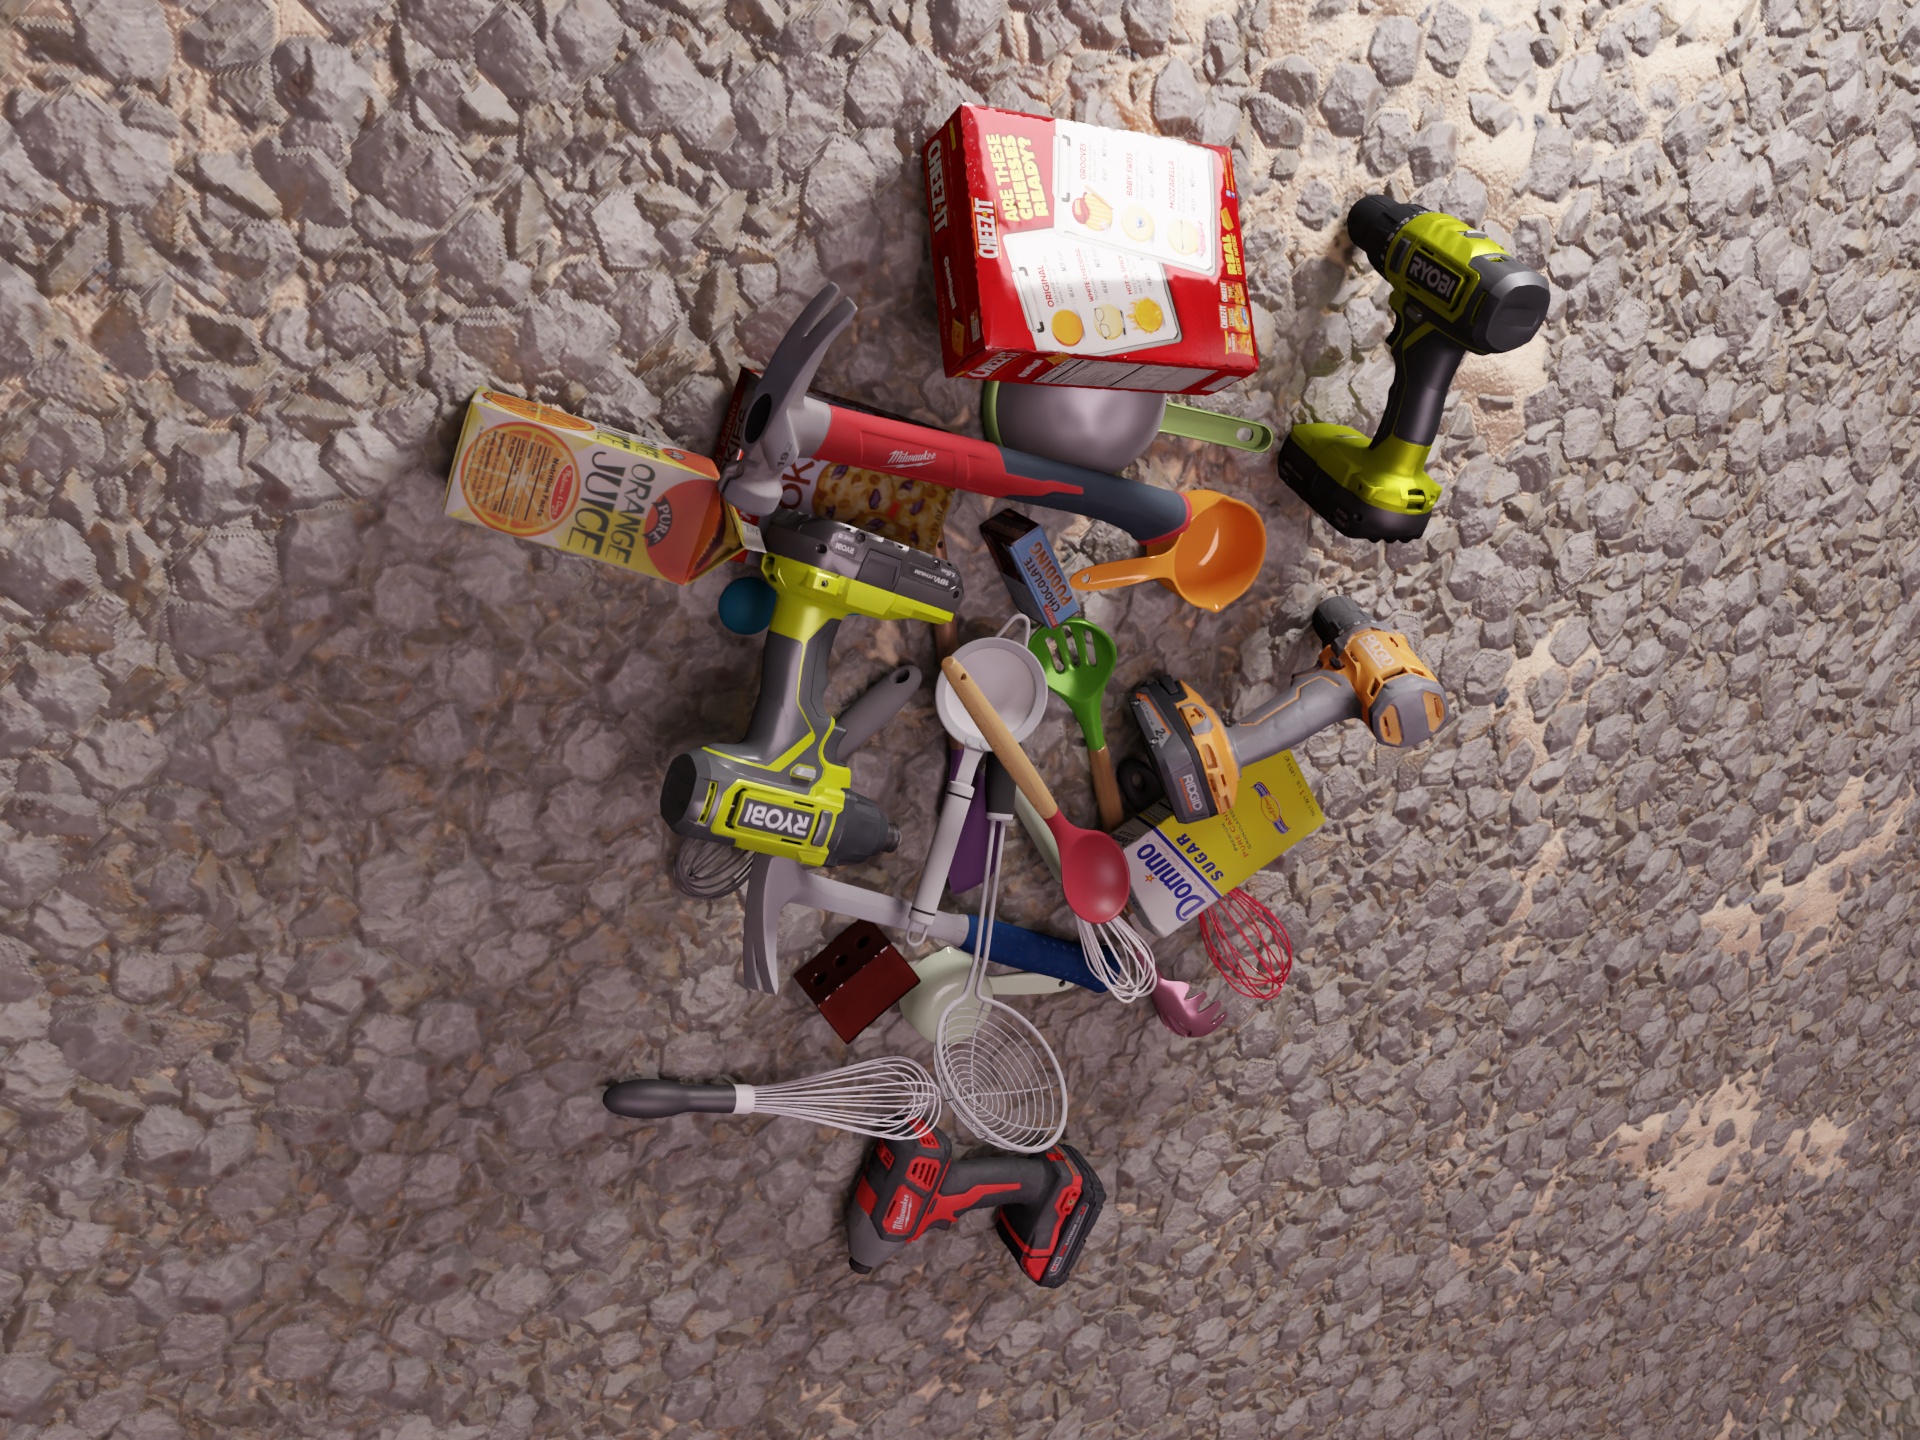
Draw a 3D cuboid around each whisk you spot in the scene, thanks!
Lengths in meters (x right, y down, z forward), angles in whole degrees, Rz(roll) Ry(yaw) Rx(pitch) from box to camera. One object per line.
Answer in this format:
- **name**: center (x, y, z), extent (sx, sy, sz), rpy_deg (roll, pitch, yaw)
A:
- **whisk**: center (-0.144, 0.303, 1.268), extent (0.284, 0.070, 0.070), rpy_deg (6, 109, -26)
- **whisk**: center (0.214, 0.140, 1.388), extent (0.073, 0.073, 0.295), rpy_deg (-40, 118, -7)
- **whisk**: center (0.091, 0.130, 1.294), extent (0.058, 0.059, 0.246), rpy_deg (-47, 114, -43)
- **whisk**: center (-0.116, 0.043, 1.169), extent (0.239, 0.055, 0.055), rpy_deg (-44, 125, -9)

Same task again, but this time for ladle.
- **ladle**: center (0.055, 0.054, 1.171), extent (0.069, 0.031, 0.315), rpy_deg (-59, 139, -22)

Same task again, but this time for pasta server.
- **pasta server**: center (0.142, 0.171, 1.368), extent (0.040, 0.060, 0.316), rpy_deg (-52, 123, -32)

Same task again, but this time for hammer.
- **hammer**: center (0.030, -0.177, 1.048), extent (0.386, 0.038, 0.143), rpy_deg (4, 128, -43)
- **hammer**: center (-0.009, 0.168, 1.243), extent (0.405, 0.035, 0.144), rpy_deg (23, 78, -44)

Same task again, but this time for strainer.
- **strainer**: center (0.001, 0.044, 1.185), extent (0.086, 0.050, 0.258), rpy_deg (18, 88, -16)
- **strainer**: center (0.141, -0.223, 1.170), extent (0.256, 0.069, 0.151), rpy_deg (6, 109, -29)

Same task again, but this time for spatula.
- **spatula**: center (-0.002, -0.004, 1.225), extent (0.060, 0.018, 0.315), rpy_deg (-25, 123, -29)

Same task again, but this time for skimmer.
- **skimmer**: center (0.044, 0.136, 1.204), extent (0.127, 0.090, 0.363), rpy_deg (8, 88, -46)

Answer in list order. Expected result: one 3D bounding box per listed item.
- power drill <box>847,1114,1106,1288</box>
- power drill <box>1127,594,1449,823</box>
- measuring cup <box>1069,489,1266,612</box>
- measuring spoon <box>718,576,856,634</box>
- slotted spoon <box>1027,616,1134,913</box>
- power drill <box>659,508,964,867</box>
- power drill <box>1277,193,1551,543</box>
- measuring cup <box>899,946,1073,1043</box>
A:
- **power drill**: center (0.006, 0.429, 1.396), extent (0.219, 0.079, 0.143), rpy_deg (17, 103, -30)
- **power drill**: center (0.255, -0.020, 1.287), extent (0.226, 0.186, 0.084), rpy_deg (-21, 123, 3)
- **measuring cup**: center (0.151, -0.129, 1.231), extent (0.173, 0.052, 0.095), rpy_deg (-12, 117, -21)
- **measuring spoon**: center (-0.107, -0.080, 1.129), extent (0.128, 0.021, 0.042), rpy_deg (-4, 114, -26)
- **slotted spoon**: center (0.114, 0.041, 1.301), extent (0.070, 0.031, 0.313), rpy_deg (-9, 125, 11)
- **power drill**: center (-0.088, -0.015, 1.064), extent (0.171, 0.080, 0.223), rpy_deg (16, 94, -34)
- **power drill**: center (0.325, -0.268, 1.199), extent (0.080, 0.191, 0.228), rpy_deg (-3, 128, -28)
- **measuring cup**: center (0.031, 0.232, 1.338), extent (0.167, 0.038, 0.083), rpy_deg (0, 112, -26)
